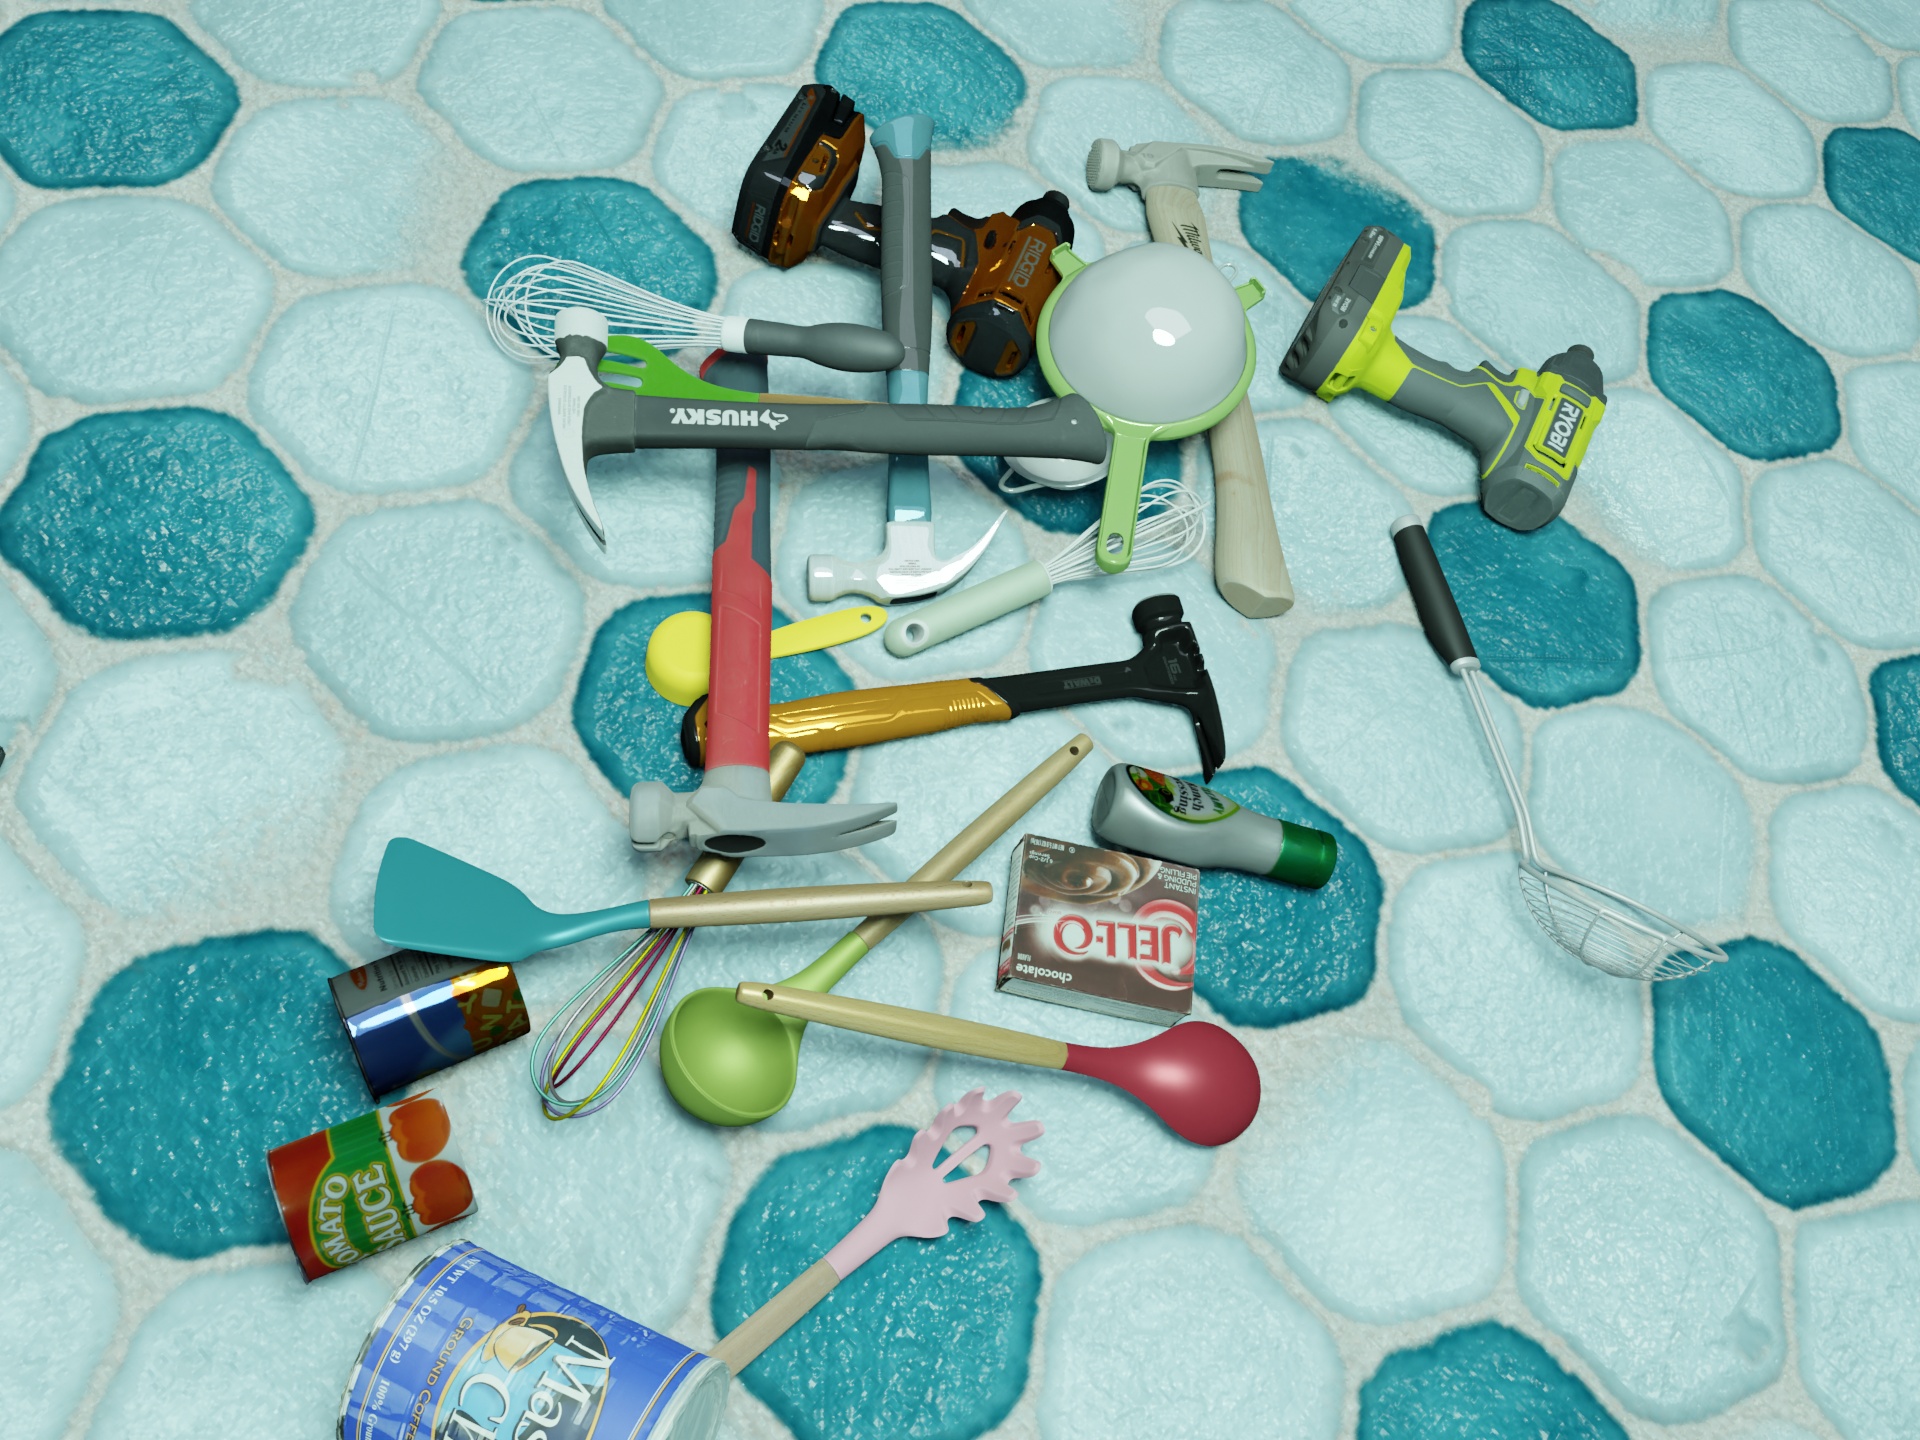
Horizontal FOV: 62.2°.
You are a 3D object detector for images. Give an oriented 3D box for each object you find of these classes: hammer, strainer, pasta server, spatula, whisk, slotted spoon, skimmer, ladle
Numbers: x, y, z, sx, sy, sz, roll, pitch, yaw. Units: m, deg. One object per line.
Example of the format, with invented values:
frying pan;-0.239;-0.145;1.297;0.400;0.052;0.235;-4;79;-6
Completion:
hammer;-0.002;-0.003;0.979;0.336;0.034;0.127;-7;64;-16
strainer;0.114;-0.231;1.097;0.087;0.050;0.258;34;72;26
hammer;0.193;-0.259;1.155;0.146;0.038;0.411;-1;64;-15
hammer;-0.116;-0.091;0.959;0.143;0.038;0.387;0;54;-6
pasta server;-0.085;0.296;0.803;0.316;0.040;0.060;-35;86;-25
spatula;-0.137;0.093;0.835;0.317;0.044;0.082;-2;33;-12
hammer;-0.077;-0.172;0.958;0.334;0.035;0.146;0;73;-9
whisk;0.059;-0.097;1.036;0.246;0.059;0.058;-25;97;-18
slotted spoon;-0.100;-0.196;0.994;0.313;0.031;0.070;5;80;-5
skimmer;0.374;0.003;1.029;0.127;0.090;0.364;14;52;-43
ladle;0.031;0.176;0.862;0.315;0.031;0.069;14;66;-17
strainer;0.119;-0.219;1.034;0.151;0.069;0.256;11;65;1
ladle;-0.034;0.104;0.887;0.320;0.062;0.078;-40;85;-22
whisk;-0.173;-0.249;1.018;0.284;0.070;0.070;10;60;10
hammer;-0.036;-0.238;1.038;0.128;0.033;0.331;1;81;-10
whisk;-0.157;0.109;0.872;0.051;0.047;0.245;34;64;-6

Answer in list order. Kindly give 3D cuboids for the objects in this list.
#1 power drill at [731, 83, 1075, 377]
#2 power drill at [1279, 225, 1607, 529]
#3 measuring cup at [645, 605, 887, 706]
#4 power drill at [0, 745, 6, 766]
power drill;-0.029;-0.356;1.131;0.226;0.084;0.164;26;60;-4
power drill;0.364;-0.260;1.174;0.223;0.080;0.171;31;61;0
measuring cup;-0.117;-0.052;0.979;0.156;0.029;0.062;-16;68;-17
power drill;-0.549;-0.012;0.751;0.078;0.219;0.143;32;61;4
